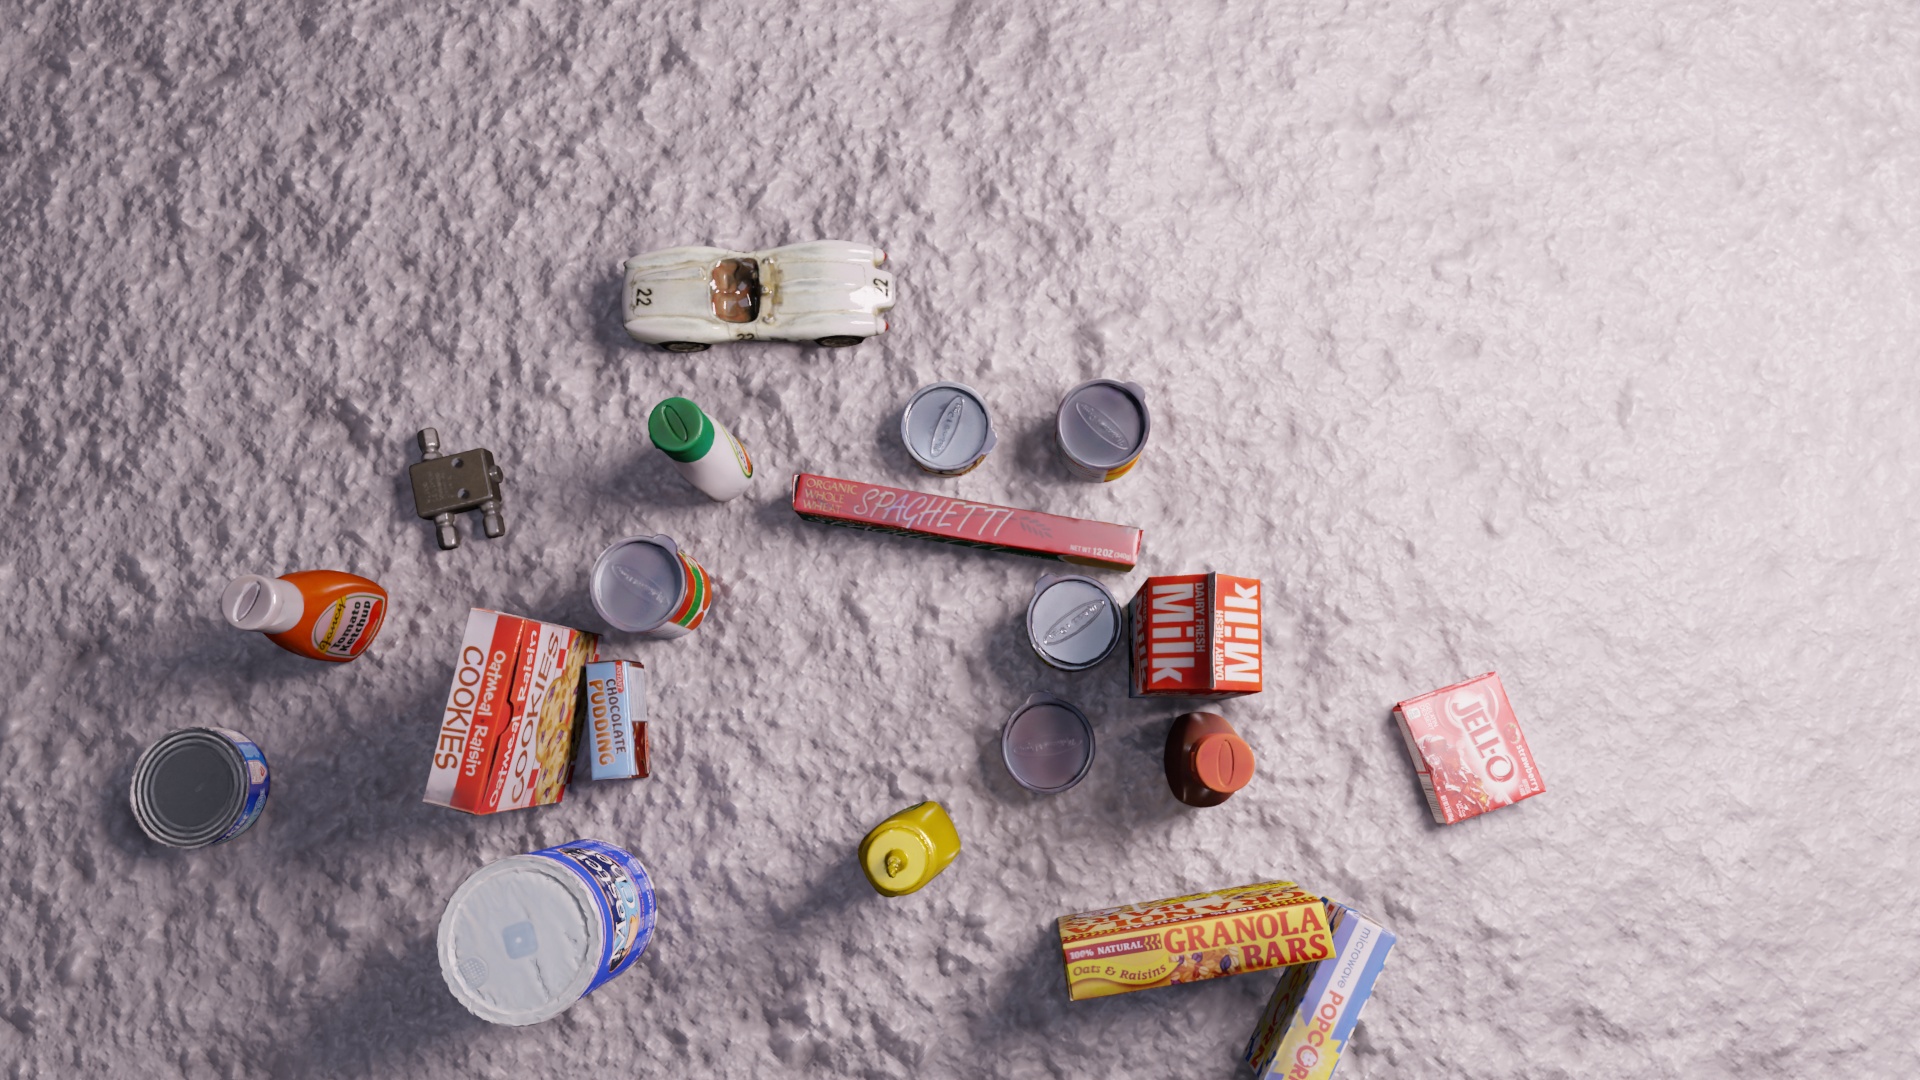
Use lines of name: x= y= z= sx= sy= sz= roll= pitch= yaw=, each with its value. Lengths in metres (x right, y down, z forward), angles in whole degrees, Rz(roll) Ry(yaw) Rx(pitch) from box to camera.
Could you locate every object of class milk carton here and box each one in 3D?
milk carton: x=0.152 y=0.065 z=0.906 sx=0.073 sy=0.190 sz=0.072 roll=1 pitch=82 yaw=2

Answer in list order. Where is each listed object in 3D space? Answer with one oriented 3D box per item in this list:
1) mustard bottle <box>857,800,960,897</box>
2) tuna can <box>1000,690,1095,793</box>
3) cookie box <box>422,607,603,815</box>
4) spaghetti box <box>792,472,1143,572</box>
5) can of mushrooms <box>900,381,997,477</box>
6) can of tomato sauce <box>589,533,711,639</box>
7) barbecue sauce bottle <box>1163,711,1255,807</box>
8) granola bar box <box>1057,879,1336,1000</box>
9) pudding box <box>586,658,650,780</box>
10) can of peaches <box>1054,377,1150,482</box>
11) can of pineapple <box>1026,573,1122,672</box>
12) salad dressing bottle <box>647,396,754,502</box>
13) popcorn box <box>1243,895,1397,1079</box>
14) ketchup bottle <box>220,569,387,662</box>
mustard bottle: x=-0.036 y=0.203 z=0.908 sx=0.065 sy=0.160 sz=0.049 roll=-30 pitch=82 yaw=-2
tuna can: x=0.061 y=0.142 z=0.978 sx=0.071 sy=0.033 sz=0.071 roll=0 pitch=82 yaw=2
cookie box: x=-0.292 y=0.114 z=0.928 sx=0.040 sy=0.167 sz=0.123 roll=10 pitch=83 yaw=4
spaghetti box: x=0.004 y=-0.012 z=0.995 sx=0.250 sy=0.050 sz=0.029 roll=9 pitch=83 yaw=4
can of mushrooms: x=-0.007 y=-0.079 z=1.013 sx=0.071 sy=0.033 sz=0.071 roll=0 pitch=82 yaw=2
can of tomato sauce: x=-0.216 y=0.033 z=0.980 sx=0.071 sy=0.083 sz=0.071 roll=0 pitch=82 yaw=2
barbecue sauce bottle: x=0.163 y=0.145 z=0.915 sx=0.044 sy=0.148 sz=0.065 roll=2 pitch=82 yaw=3
granola bar box: x=0.148 y=0.259 z=0.911 sx=0.166 sy=0.124 sz=0.039 roll=-10 pitch=82 yaw=1
pudding box: x=-0.242 y=0.128 z=0.983 sx=0.030 sy=0.049 sz=0.084 roll=-6 pitch=82 yaw=1
can of peaches: x=0.103 y=-0.080 z=0.997 sx=0.071 sy=0.058 sz=0.071 roll=0 pitch=82 yaw=2
can of pineapple: x=0.079 y=0.058 z=0.977 sx=0.071 sy=0.058 sz=0.071 roll=0 pitch=82 yaw=2
salad dressing bottle: x=-0.179 y=-0.064 z=0.960 sx=0.044 sy=0.147 sz=0.064 roll=-31 pitch=82 yaw=-2
popcorn box: x=0.237 y=0.304 z=0.921 sx=0.038 sy=0.085 sz=0.127 roll=28 pitch=84 yaw=6
ketchup bottle: x=-0.450 y=0.049 z=0.953 sx=0.043 sy=0.148 sz=0.065 roll=24 pitch=84 yaw=5
